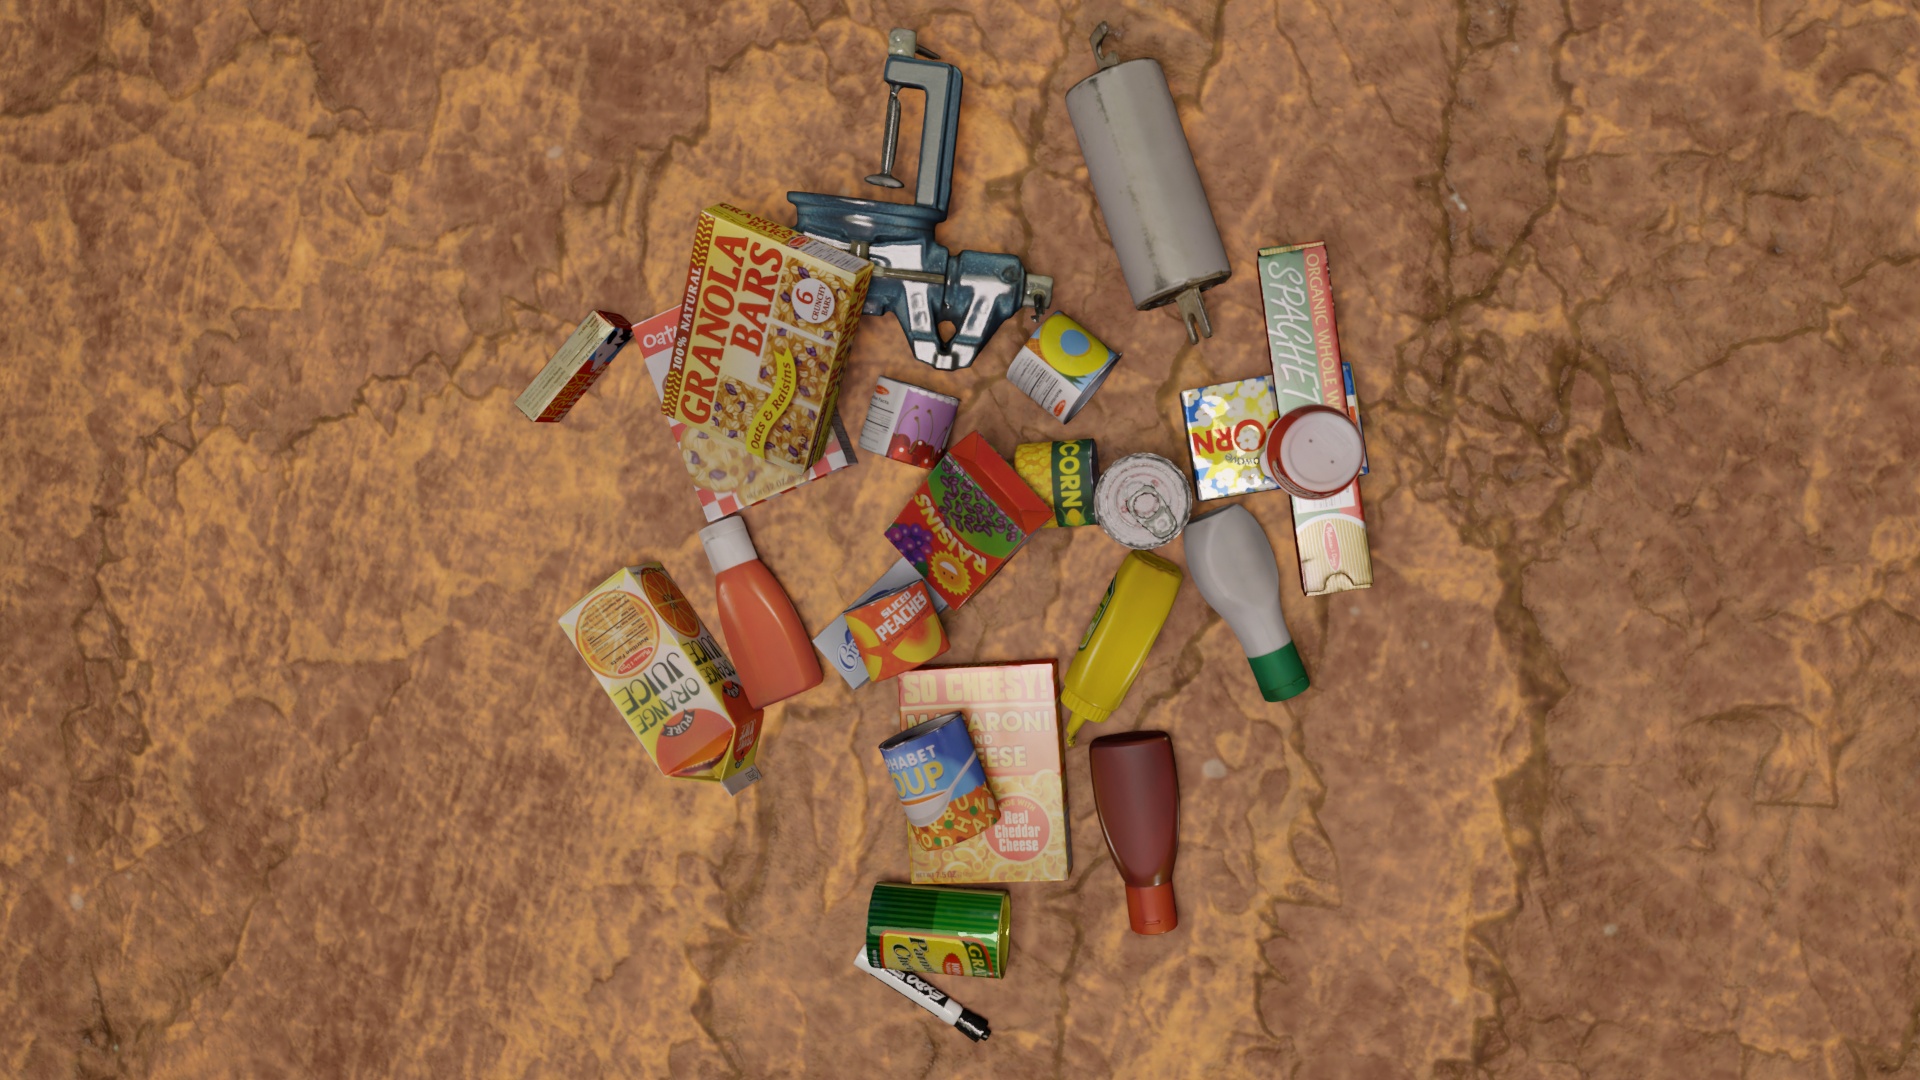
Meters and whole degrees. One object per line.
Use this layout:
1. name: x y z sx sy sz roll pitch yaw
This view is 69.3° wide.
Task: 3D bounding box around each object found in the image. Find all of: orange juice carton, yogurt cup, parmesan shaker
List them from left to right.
1. orange juice carton: -0.223 0.116 1.095 0.073 0.072 0.193 -36 86 9
2. parmesan shaker: -0.016 0.302 1.074 0.103 0.071 0.071 1 93 9
3. yogurt cup: 0.245 -0.061 0.953 0.072 0.054 0.072 0 93 9

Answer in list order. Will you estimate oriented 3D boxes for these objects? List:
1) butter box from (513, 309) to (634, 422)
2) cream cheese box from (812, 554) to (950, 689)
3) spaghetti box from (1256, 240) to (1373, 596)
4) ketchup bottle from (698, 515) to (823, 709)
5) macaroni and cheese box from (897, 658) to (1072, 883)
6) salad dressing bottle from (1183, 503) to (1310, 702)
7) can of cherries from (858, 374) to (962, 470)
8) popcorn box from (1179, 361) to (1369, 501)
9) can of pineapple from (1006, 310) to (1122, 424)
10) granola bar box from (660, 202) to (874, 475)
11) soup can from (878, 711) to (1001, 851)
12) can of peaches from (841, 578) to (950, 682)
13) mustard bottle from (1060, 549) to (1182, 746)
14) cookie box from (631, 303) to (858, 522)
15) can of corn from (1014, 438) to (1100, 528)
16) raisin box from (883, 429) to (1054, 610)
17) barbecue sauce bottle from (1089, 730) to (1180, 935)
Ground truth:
1. butter box: -0.307 -0.138 1.108 0.024 0.053 0.103 43 98 2
2. cream cheese box: -0.062 0.064 1.091 0.103 0.024 0.053 -43 84 8
3. spaghetti box: 0.253 -0.087 0.994 0.050 0.029 0.250 -8 91 9
4. ketchup bottle: -0.163 0.055 1.095 0.064 0.044 0.149 -24 88 29
5. macaroni and cheese box: 0.019 0.178 1.075 0.124 0.040 0.166 -4 92 10
6. salad dressing bottle: 0.215 0.047 1.035 0.064 0.044 0.147 -25 93 -25
7. can of cherries: -0.037 -0.089 1.062 0.071 0.071 0.058 17 95 8
8. popcorn box: 0.232 -0.080 1.032 0.127 0.038 0.085 -9 92 9
9. can of pineapple: 0.078 -0.131 1.042 0.058 0.071 0.071 40 98 5
10. granola bar box: -0.144 -0.147 1.016 0.124 0.039 0.164 23 120 8
11. soup can: -0.017 0.178 1.024 0.071 0.071 0.083 -22 89 9
12. can of peaches: -0.047 0.067 1.040 0.071 0.071 0.058 -23 91 9
13. mustard bottle: 0.113 0.086 1.046 0.049 0.065 0.160 26 100 3
14. cookie box: -0.170 -0.115 1.094 0.123 0.040 0.167 -22 90 10
15. can of corn: 0.073 -0.043 1.043 0.058 0.071 0.071 -4 92 10
16. raisin box: 0.004 -0.013 1.036 0.086 0.040 0.122 46 140 5
17. barbecue sauce bottle: 0.138 0.222 1.057 0.065 0.044 0.148 -8 92 9
